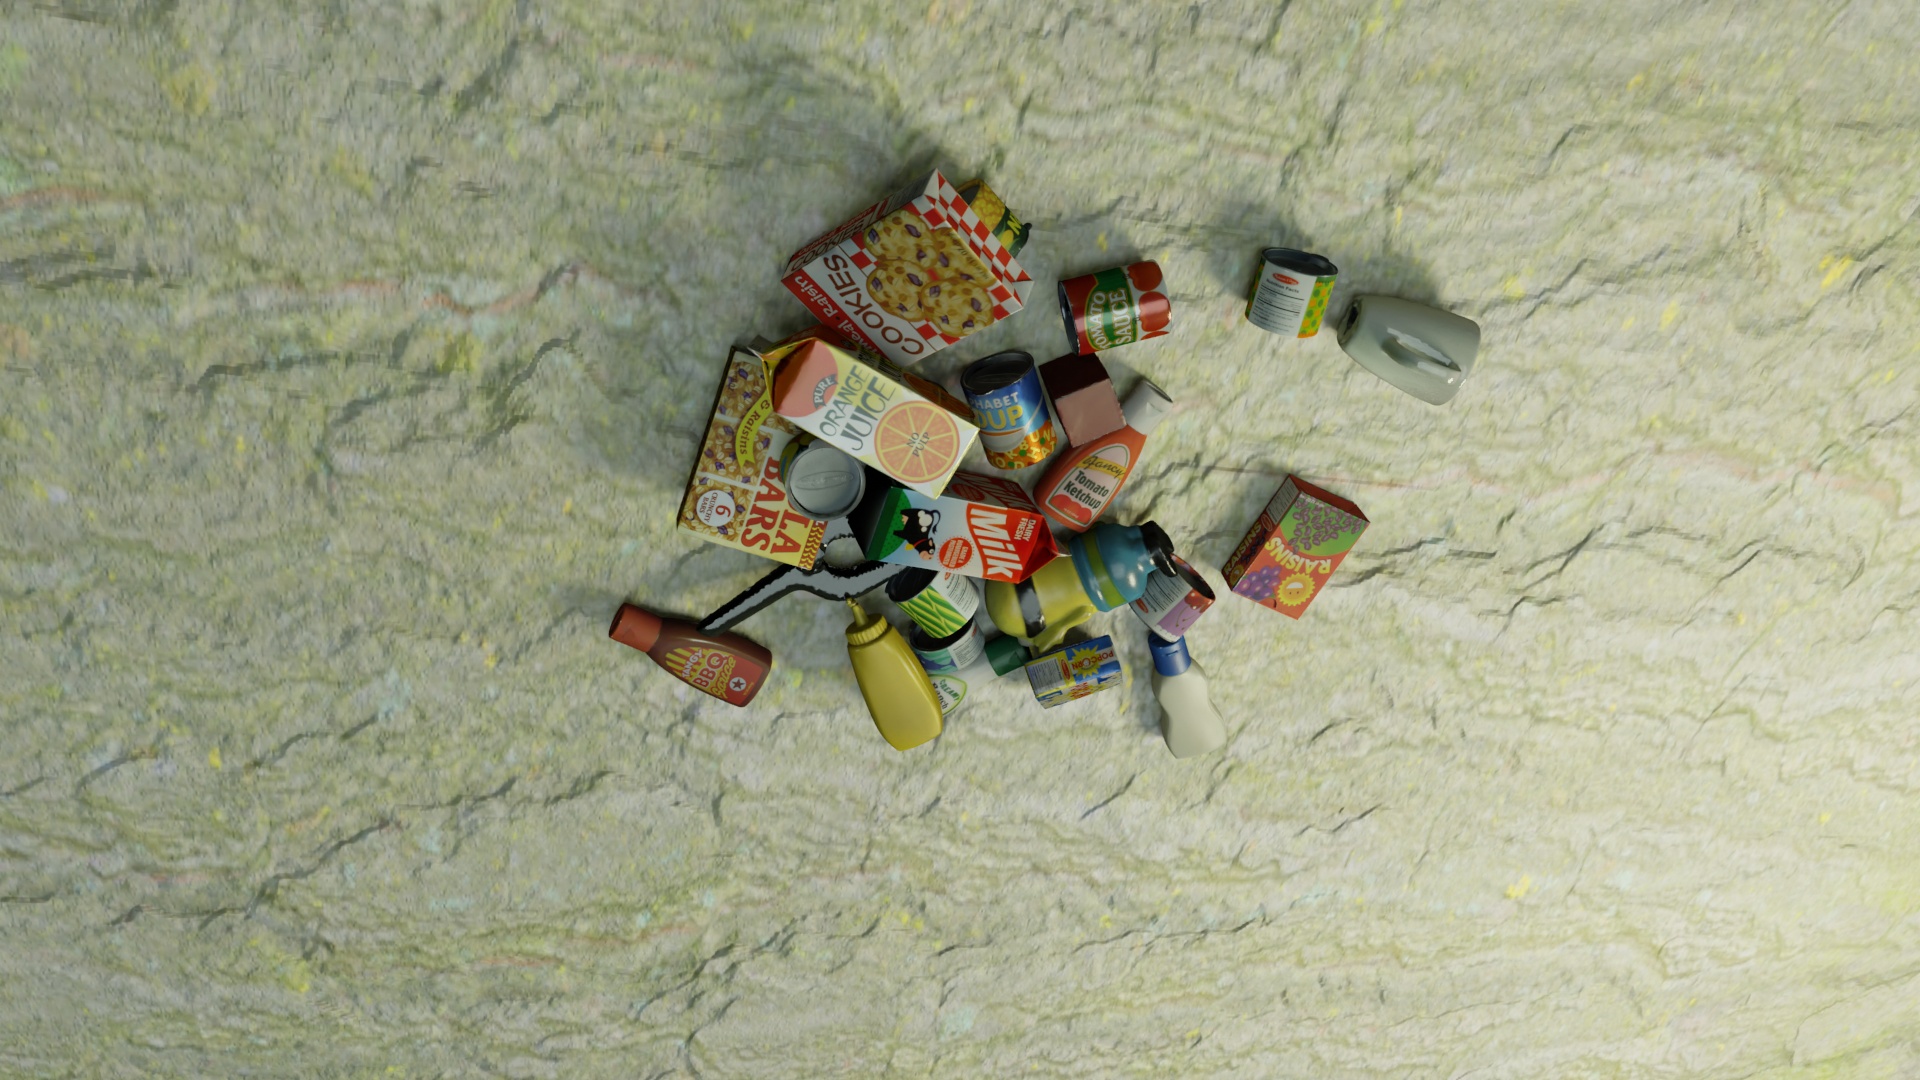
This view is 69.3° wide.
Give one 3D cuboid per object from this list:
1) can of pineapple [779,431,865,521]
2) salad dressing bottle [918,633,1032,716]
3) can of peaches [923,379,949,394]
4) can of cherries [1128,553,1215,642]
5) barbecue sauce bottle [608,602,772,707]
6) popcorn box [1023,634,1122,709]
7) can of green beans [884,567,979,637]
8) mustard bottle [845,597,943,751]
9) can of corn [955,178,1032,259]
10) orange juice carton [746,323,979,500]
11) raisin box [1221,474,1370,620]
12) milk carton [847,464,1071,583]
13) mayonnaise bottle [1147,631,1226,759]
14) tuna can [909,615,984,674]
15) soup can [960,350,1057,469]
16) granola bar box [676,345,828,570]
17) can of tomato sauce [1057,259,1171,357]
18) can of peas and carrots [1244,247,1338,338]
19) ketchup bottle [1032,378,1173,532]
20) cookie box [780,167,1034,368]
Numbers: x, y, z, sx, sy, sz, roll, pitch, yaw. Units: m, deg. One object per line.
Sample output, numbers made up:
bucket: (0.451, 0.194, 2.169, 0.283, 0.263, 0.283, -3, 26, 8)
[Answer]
can of pineapple: (-0.116, -0.057, 1.163, 0.071, 0.058, 0.070, -4, 108, -13)
salad dressing bottle: (-0.003, 0.132, 1.363, 0.147, 0.044, 0.064, -26, 117, 6)
can of peaches: (-0.032, -0.099, 1.215, 0.071, 0.058, 0.071, -4, 120, -6)
can of cherries: (0.204, 0.055, 1.339, 0.071, 0.072, 0.058, 33, 110, -24)
barbecue sauce bottle: (-0.256, 0.103, 1.308, 0.148, 0.044, 0.064, 27, 114, -21)
popcorn box: (0.111, 0.128, 1.336, 0.085, 0.126, 0.038, -19, 77, 3)
can of green beans: (-0.024, 0.049, 1.298, 0.071, 0.071, 0.057, -37, 119, 13)
mustard bottle: (-0.070, 0.119, 1.305, 0.065, 0.049, 0.159, -23, 108, 3)
can of corn: (0.014, -0.252, 1.128, 0.071, 0.071, 0.058, -39, 118, 14)
orange juice carton: (-0.085, -0.116, 1.132, 0.193, 0.072, 0.073, 28, 105, -10)
raisin box: (0.323, 0.008, 1.343, 0.086, 0.040, 0.123, 22, 115, -21)
milk carton: (0.004, -0.016, 1.247, 0.191, 0.072, 0.073, 10, 113, -25)
mayonnaise bottle: (0.226, 0.154, 1.413, 0.065, 0.041, 0.147, -20, 120, 1)
tuna can: (-0.014, 0.094, 1.328, 0.071, 0.071, 0.032, -23, 122, 5)
soup can: (0.042, -0.112, 1.212, 0.071, 0.071, 0.083, -19, 121, 2)
granola bar box: (-0.163, -0.071, 1.202, 0.124, 0.039, 0.165, 17, 102, -17)
can of tomato sauce: (0.131, -0.196, 1.176, 0.083, 0.071, 0.071, -14, 121, -1)
can of peas and carrots: (0.285, -0.213, 1.194, 0.071, 0.071, 0.058, 5, 120, -12)
ketchup bottle: (0.132, -0.079, 1.261, 0.064, 0.044, 0.148, 30, 111, -22)
cookie box: (-0.045, -0.209, 1.116, 0.167, 0.040, 0.122, -21, 126, 39)
